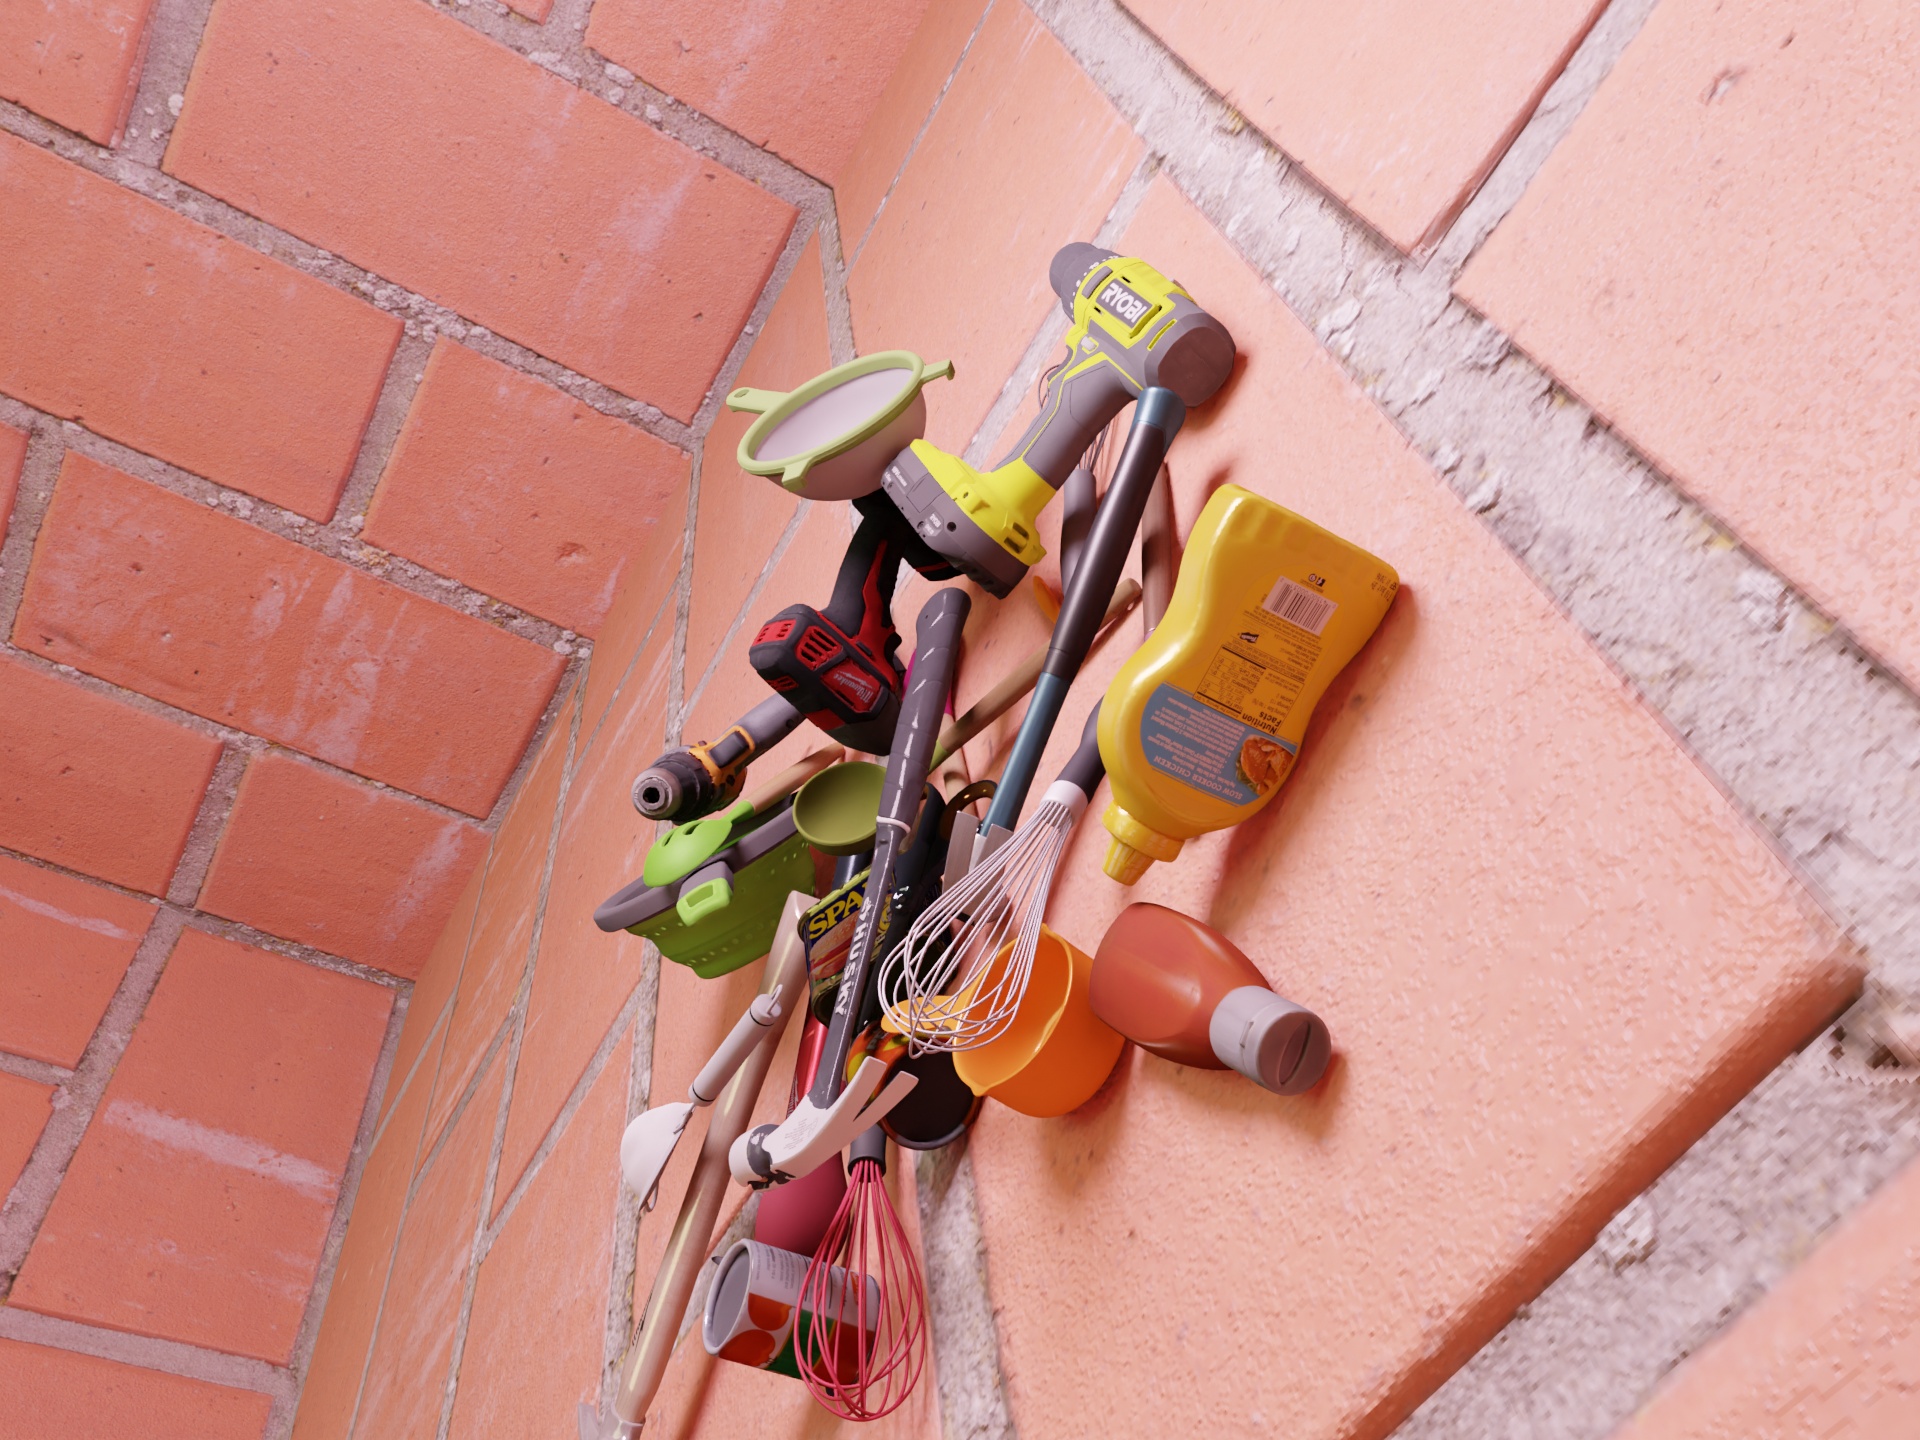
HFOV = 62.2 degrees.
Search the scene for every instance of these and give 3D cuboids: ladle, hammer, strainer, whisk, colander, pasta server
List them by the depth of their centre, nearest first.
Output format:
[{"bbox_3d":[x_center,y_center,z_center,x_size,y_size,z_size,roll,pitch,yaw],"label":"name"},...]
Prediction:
[{"bbox_3d":[0.040,0.065,0.827,0.070,0.070,0.285,-43,8,47],"label":"whisk"},{"bbox_3d":[0.119,-0.060,0.915,0.060,0.040,0.316,-50,22,37],"label":"pasta server"},{"bbox_3d":[0.061,-0.037,0.930,0.128,0.033,0.331,43,-112,-80],"label":"hammer"},{"bbox_3d":[-0.055,0.278,0.930,0.073,0.073,0.296,-55,18,27],"label":"whisk"},{"bbox_3d":[-0.043,0.076,0.966,0.149,0.036,0.409,-38,30,46],"label":"hammer"},{"bbox_3d":[-0.075,0.221,1.056,0.031,0.069,0.316,-28,34,34],"label":"ladle"},{"bbox_3d":[-0.002,-0.003,1.066,0.320,0.062,0.078,-40,33,35],"label":"ladle"},{"bbox_3d":[-0.178,0.253,1.073,0.258,0.050,0.087,-53,6,34],"label":"strainer"},{"bbox_3d":[0.080,-0.165,1.098,0.055,0.055,0.239,-46,32,43],"label":"whisk"},{"bbox_3d":[-0.177,0.318,1.115,0.146,0.038,0.411,-11,59,70],"label":"hammer"},{"bbox_3d":[-0.102,0.202,1.154,0.143,0.038,0.387,-44,30,49],"label":"hammer"},{"bbox_3d":[-0.107,-0.212,1.193,0.151,0.069,0.257,-39,30,-16],"label":"strainer"},{"bbox_3d":[-0.171,0.145,1.196,0.204,0.094,0.397,-29,5,-6],"label":"colander"}]

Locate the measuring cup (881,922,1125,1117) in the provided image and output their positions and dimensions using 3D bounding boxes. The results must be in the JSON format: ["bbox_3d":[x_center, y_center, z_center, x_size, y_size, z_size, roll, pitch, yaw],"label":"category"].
[{"bbox_3d":[0.020,0.165,0.842,0.173,0.052,0.095,-19,42,55],"label":"measuring cup"}]

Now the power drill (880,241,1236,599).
[{"bbox_3d":[0.056,-0.211,1.062,0.228,0.080,0.191,-47,40,11],"label":"power drill"}]

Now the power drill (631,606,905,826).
[{"bbox_3d":[-0.161,0.003,1.279,0.226,0.084,0.185,-38,-2,7],"label":"power drill"}]

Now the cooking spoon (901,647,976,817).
[{"bbox_3d":[-0.009,0.015,1.156,0.068,0.017,0.319,-49,25,20],"label":"cooking spoon"}]

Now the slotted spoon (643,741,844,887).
[{"bbox_3d":[-0.160,0.063,1.256,0.070,0.031,0.314,-21,6,24],"label":"slotted spoon"}]

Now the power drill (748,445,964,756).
[{"bbox_3d":[-0.053,-0.083,1.181,0.078,0.143,0.220,-8,46,50],"label":"power drill"}]

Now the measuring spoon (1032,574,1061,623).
[{"bbox_3d":[0.066,-0.079,1.085,0.117,0.011,0.021,-117,22,-67],"label":"measuring spoon"}]
